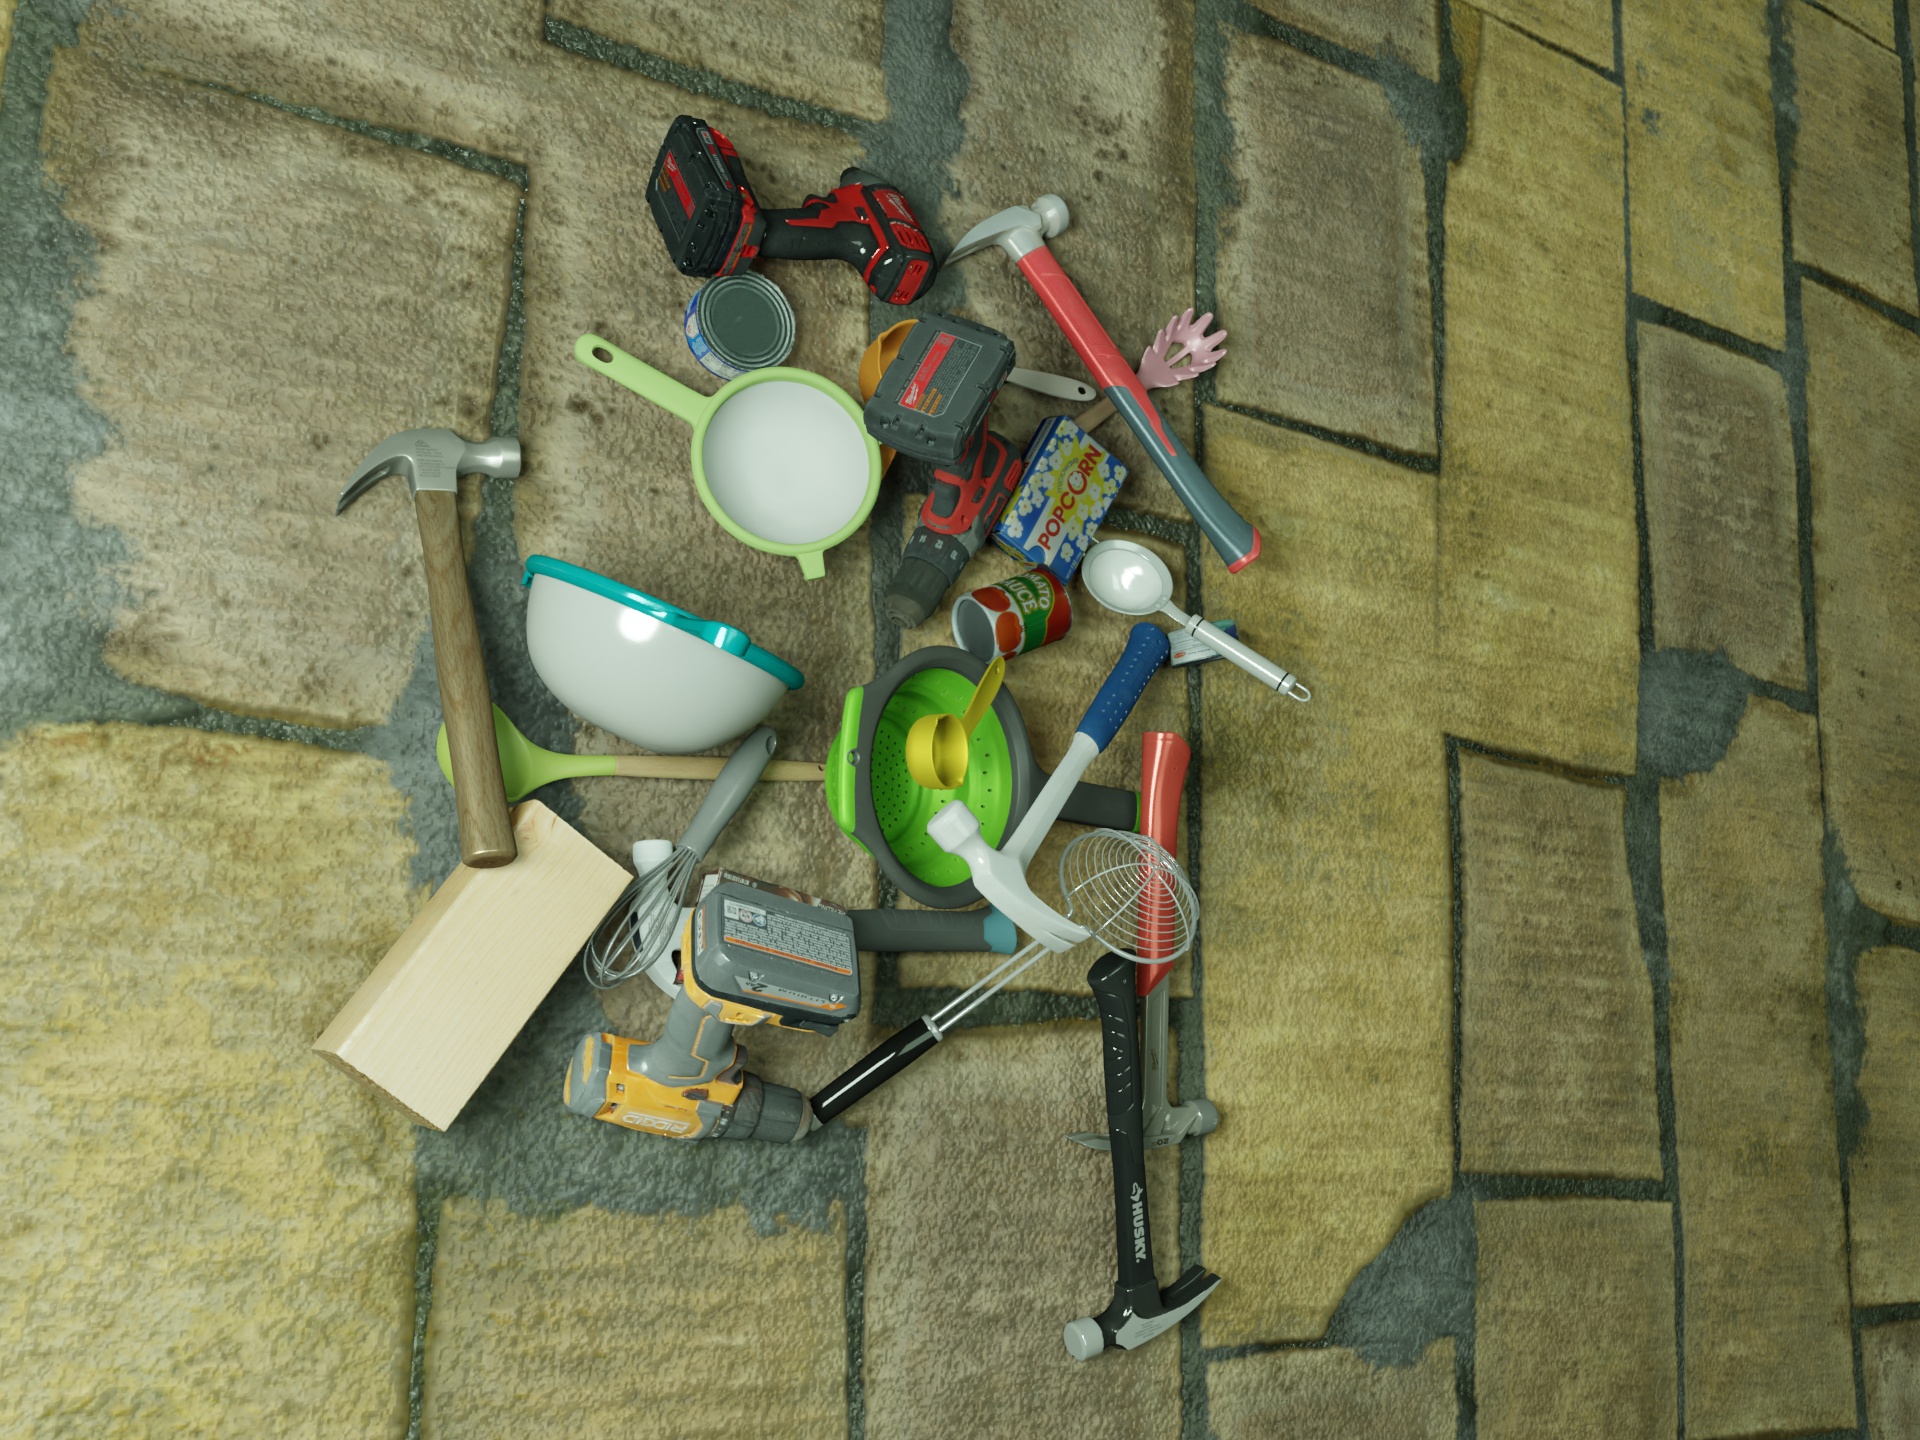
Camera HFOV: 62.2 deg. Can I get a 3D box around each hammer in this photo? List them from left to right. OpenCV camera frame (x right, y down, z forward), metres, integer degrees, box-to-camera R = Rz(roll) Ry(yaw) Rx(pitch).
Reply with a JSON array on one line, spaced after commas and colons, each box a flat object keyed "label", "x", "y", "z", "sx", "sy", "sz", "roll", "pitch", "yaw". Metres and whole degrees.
[{"label": "hammer", "x": -0.348, "y": -0.057, "z": 1.090, "sx": 0.130, "sy": 0.031, "sz": 0.332, "roll": -3, "pitch": 66, "yaw": -29}, {"label": "hammer", "x": -0.099, "y": 0.164, "z": 1.254, "sx": 0.330, "sy": 0.033, "sz": 0.128, "roll": 5, "pitch": 79, "yaw": -31}, {"label": "hammer", "x": 0.103, "y": 0.030, "z": 1.300, "sx": 0.144, "sy": 0.035, "sz": 0.406, "roll": 49, "pitch": 37, "yaw": -8}, {"label": "hammer", "x": 0.138, "y": -0.291, "z": 1.431, "sx": 0.143, "sy": 0.038, "sz": 0.386, "roll": -34, "pitch": 89, "yaw": -31}, {"label": "hammer", "x": 0.144, "y": 0.356, "z": 1.330, "sx": 0.146, "sy": 0.035, "sz": 0.334, "roll": -8, "pitch": 98, "yaw": -30}, {"label": "hammer", "x": 0.162, "y": 0.189, "z": 1.382, "sx": 0.149, "sy": 0.037, "sz": 0.359, "roll": 2, "pitch": 88, "yaw": -31}]

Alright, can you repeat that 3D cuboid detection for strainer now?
[{"label": "strainer", "x": -0.202, "y": -0.027, "z": 1.061, "sx": 0.211, "sy": 0.340, "sz": 0.095, "roll": 25, "pitch": 86, "yaw": -20}, {"label": "strainer", "x": -0.188, "y": -0.223, "z": 1.254, "sx": 0.256, "sy": 0.069, "sz": 0.151, "roll": 29, "pitch": 75, "yaw": -10}, {"label": "strainer", "x": 0.201, "y": -0.087, "z": 1.421, "sx": 0.258, "sy": 0.050, "sz": 0.087, "roll": 35, "pitch": 55, "yaw": 18}]

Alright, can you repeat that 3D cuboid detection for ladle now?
[{"label": "ladle", "x": -0.229, "y": 0.029, "z": 1.186, "sx": 0.320, "sy": 0.062, "sz": 0.078, "roll": 3, "pitch": 60, "yaw": -34}]

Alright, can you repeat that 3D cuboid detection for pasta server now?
[{"label": "pasta server", "x": 0.134, "y": -0.289, "z": 1.468, "sx": 0.316, "sy": 0.040, "sz": 0.060, "roll": -39, "pitch": 91, "yaw": -29}]

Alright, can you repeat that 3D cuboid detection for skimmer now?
[{"label": "skimmer", "x": 0.031, "y": 0.215, "z": 1.274, "sx": 0.363, "sy": 0.090, "sz": 0.127, "roll": -35, "pitch": 70, "yaw": -7}]

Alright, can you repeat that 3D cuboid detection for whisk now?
[{"label": "whisk", "x": -0.200, "y": 0.094, "z": 1.162, "sx": 0.055, "sy": 0.055, "sz": 0.239, "roll": 42, "pitch": 58, "yaw": -19}]

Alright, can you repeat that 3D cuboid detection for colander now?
[{"label": "colander", "x": 0.014, "y": 0.059, "z": 1.320, "sx": 0.396, "sy": 0.094, "sz": 0.204, "roll": 13, "pitch": 77, "yaw": -47}]

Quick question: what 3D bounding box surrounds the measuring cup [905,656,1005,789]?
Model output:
[{"label": "measuring cup", "x": -0.002, "y": -0.004, "z": 1.223, "sx": 0.157, "sy": 0.029, "sz": 0.062, "roll": -58, "pitch": 137, "yaw": -49}]

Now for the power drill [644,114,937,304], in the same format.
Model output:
[{"label": "power drill", "x": -0.133, "y": -0.412, "z": 1.291, "sx": 0.219, "sy": 0.078, "sz": 0.143, "roll": -1, "pitch": 54, "yaw": -36}]

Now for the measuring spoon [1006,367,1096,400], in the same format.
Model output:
[{"label": "measuring spoon", "x": 0.067, "y": -0.309, "z": 1.428, "sx": 0.124, "sy": 0.018, "sz": 0.034, "roll": 10, "pitch": 73, "yaw": -17}]

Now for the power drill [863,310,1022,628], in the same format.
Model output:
[{"label": "power drill", "x": -0.016, "y": -0.192, "z": 1.271, "sx": 0.080, "sy": 0.226, "sz": 0.188, "roll": 23, "pitch": 70, "yaw": 15}]

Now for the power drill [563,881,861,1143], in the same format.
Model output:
[{"label": "power drill", "x": -0.151, "y": 0.223, "z": 1.115, "sx": 0.185, "sy": 0.226, "sz": 0.084, "roll": 21, "pitch": 38, "yaw": -27}]

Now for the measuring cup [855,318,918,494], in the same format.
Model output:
[{"label": "measuring cup", "x": -0.059, "y": -0.254, "z": 1.338, "sx": 0.095, "sy": 0.052, "sz": 0.174, "roll": 33, "pitch": 69, "yaw": -23}]
